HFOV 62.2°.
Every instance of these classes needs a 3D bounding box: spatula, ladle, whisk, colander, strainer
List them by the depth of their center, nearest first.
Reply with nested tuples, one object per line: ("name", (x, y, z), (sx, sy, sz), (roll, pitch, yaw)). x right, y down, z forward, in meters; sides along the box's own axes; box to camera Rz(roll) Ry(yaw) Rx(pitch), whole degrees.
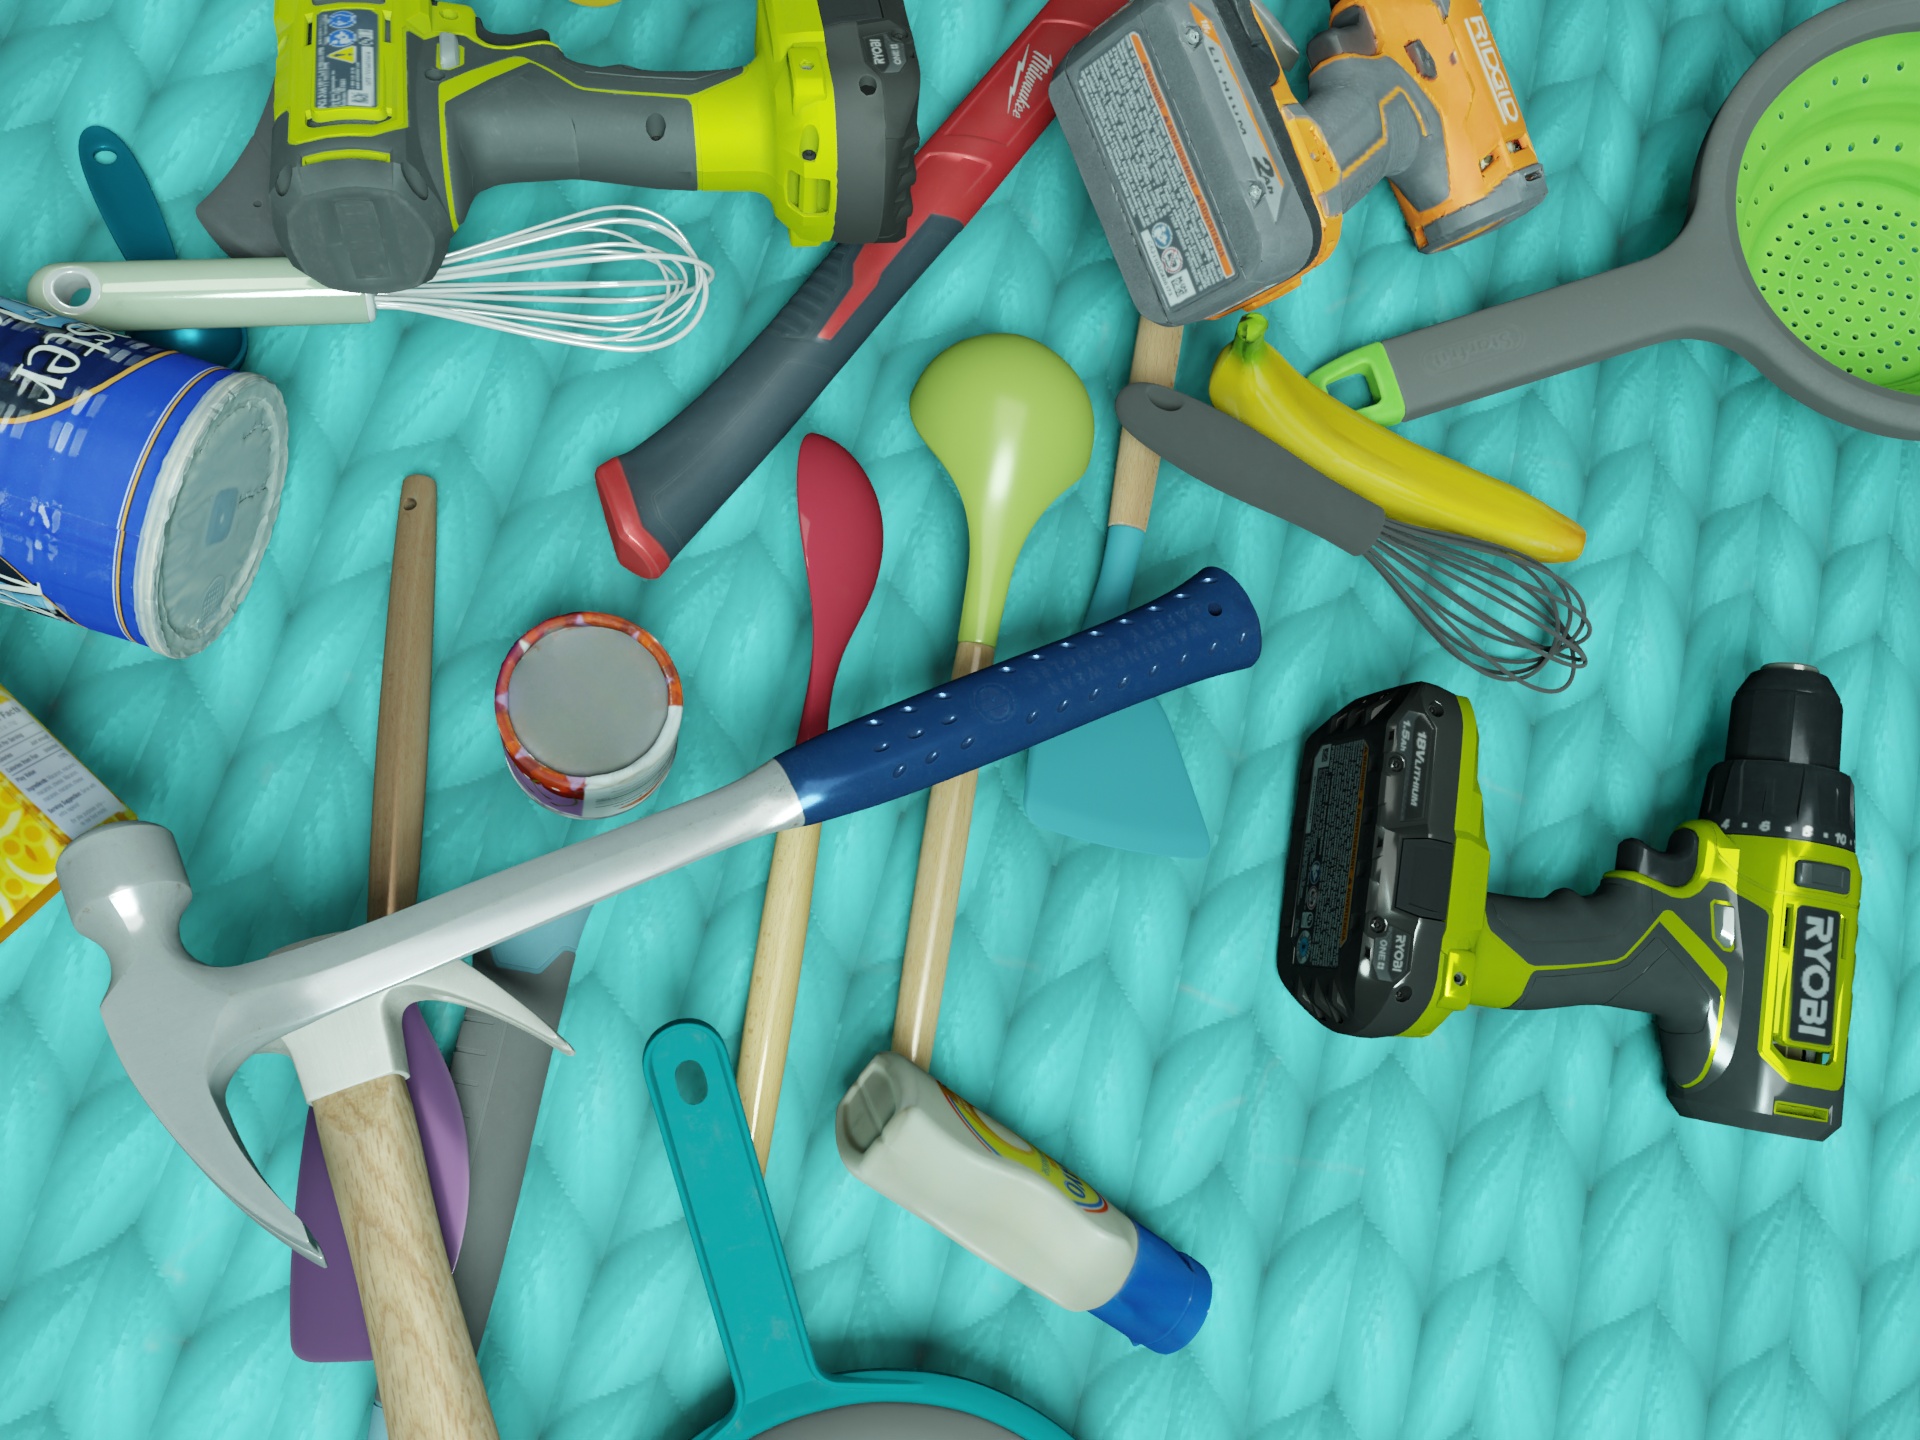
("strainer", (-0.041, 0.262, 0.493), (0.211, 0.095, 0.340), (-16, 91, -11))
("spatula", (-0.197, 0.055, 0.560), (0.060, 0.018, 0.316), (-6, 70, 4))
("ladle", (-0.062, 0.044, 0.595), (0.031, 0.069, 0.315), (5, 80, 16))
("whisk", (-0.216, -0.164, 0.602), (0.246, 0.059, 0.058), (-6, 89, -15))
("ladle", (-0.001, -0.002, 0.628), (0.078, 0.062, 0.320), (11, 81, -13))
("spatula", (0.079, -0.104, 0.650), (0.082, 0.044, 0.317), (13, 81, -21))
("whisk", (0.164, -0.075, 0.652), (0.238, 0.055, 0.055), (26, 73, -15))
("colander", (0.348, -0.191, 0.726), (0.397, 0.094, 0.204), (-17, 81, 3))

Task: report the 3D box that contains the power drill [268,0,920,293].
("power drill", (-0.136, -0.242, 0.592), (0.223, 0.080, 0.171), (-6, 59, -11))

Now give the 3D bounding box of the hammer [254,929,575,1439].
("hammer", (-0.151, 0.220, 0.477), (0.130, 0.031, 0.331), (-19, 72, -8))

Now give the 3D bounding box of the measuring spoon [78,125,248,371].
("measuring spoon", (-0.313, -0.176, 0.615), (0.042, 0.021, 0.129), (-22, 73, -26))

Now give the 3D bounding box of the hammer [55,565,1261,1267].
("hammer", (-0.065, 0.033, 0.533), (0.405, 0.035, 0.144), (-21, 68, -23))

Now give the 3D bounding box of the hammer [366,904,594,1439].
("hammer", (-0.181, 0.215, 0.535), (0.128, 0.033, 0.331), (12, 74, -8))

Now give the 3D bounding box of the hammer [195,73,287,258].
("hammer", (-0.229, -0.364, 0.666), (0.149, 0.036, 0.409), (14, 75, -9))

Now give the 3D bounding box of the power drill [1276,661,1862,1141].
("power drill", (0.254, 0.056, 0.636), (0.228, 0.080, 0.190), (11, 82, -11))

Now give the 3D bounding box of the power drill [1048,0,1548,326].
("power drill", (0.145, -0.262, 0.657), (0.226, 0.084, 0.164), (-28, 97, -37))

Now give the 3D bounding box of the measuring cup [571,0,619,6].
("measuring cup", (-0.196, -0.330, 0.636), (0.156, 0.029, 0.062), (2, 84, -37))

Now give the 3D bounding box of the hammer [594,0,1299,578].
("hammer", (-0.007, -0.201, 0.670), (0.143, 0.038, 0.386), (37, 72, -3))
